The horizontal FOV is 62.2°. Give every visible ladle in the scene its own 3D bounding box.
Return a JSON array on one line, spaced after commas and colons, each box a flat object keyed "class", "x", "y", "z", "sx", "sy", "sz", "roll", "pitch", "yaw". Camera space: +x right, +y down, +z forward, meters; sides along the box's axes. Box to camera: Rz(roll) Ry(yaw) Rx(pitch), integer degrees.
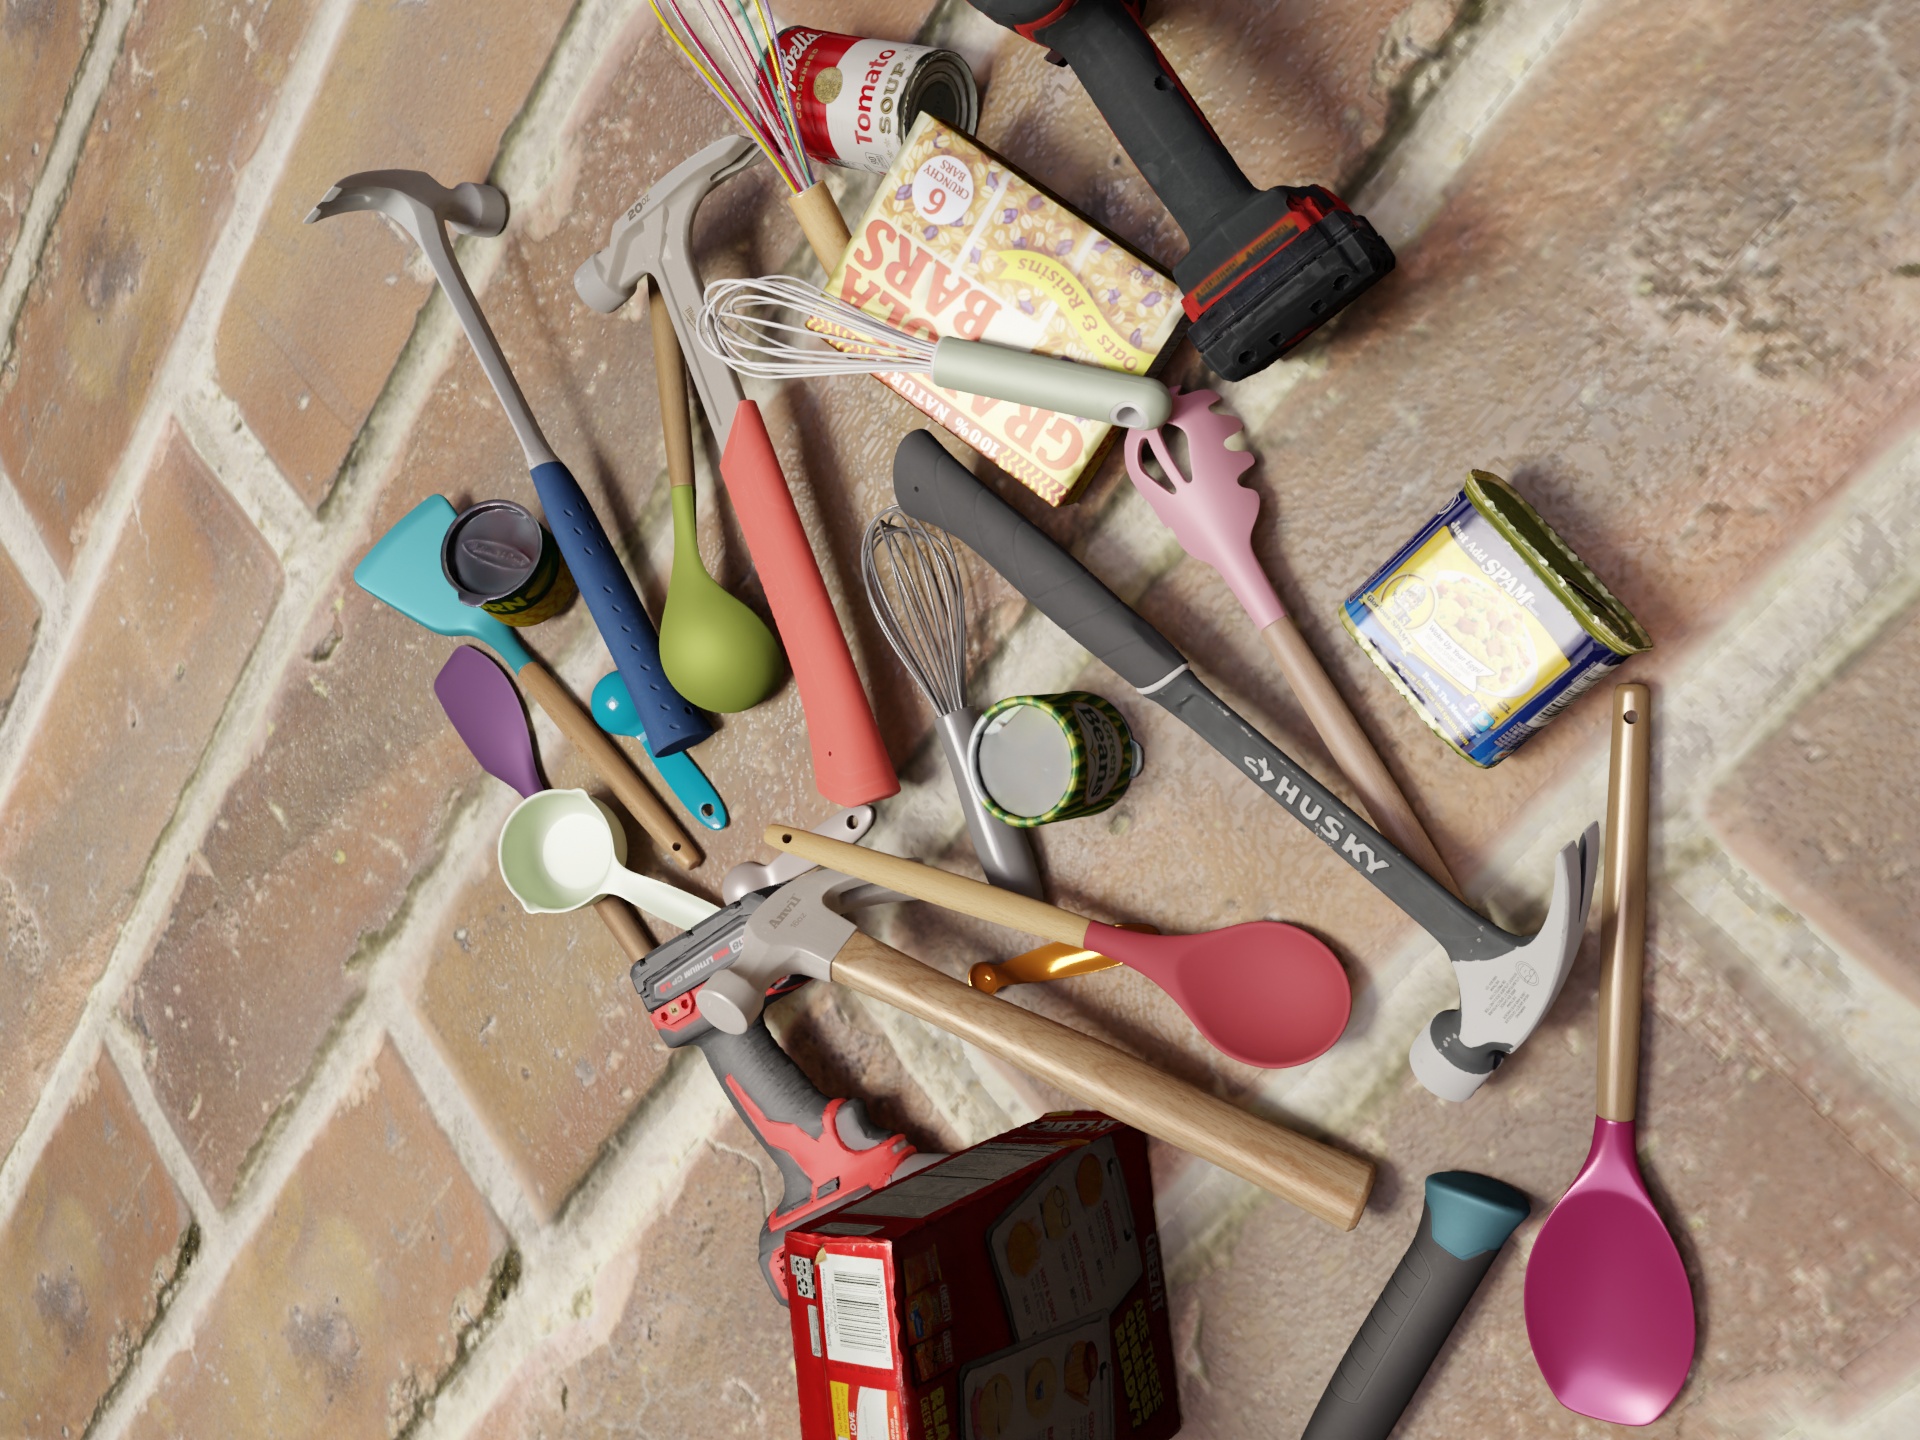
[{"class": "ladle", "x": -0.158, "y": -0.161, "z": 0.948, "sx": 0.078, "sy": 0.062, "sz": 0.320, "roll": -17, "pitch": 77, "yaw": 39}, {"class": "ladle", "x": 0.039, "y": 0.100, "z": 0.795, "sx": 0.315, "sy": 0.031, "sz": 0.069, "roll": 16, "pitch": 77, "yaw": 20}]

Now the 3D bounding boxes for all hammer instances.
[{"class": "hammer", "x": -0.262, "y": -0.163, "z": 0.972, "sx": 0.035, "sy": 0.144, "sz": 0.405, "roll": -32, "pitch": 82, "yaw": 31}, {"class": "hammer", "x": 0.109, "y": -0.011, "z": 0.737, "sx": 0.409, "sy": 0.036, "sz": 0.149, "roll": 43, "pitch": 138, "yaw": 24}, {"class": "hammer", "x": -0.103, "y": -0.127, "z": 0.867, "sx": 0.149, "sy": 0.036, "sz": 0.359, "roll": -26, "pitch": 82, "yaw": 35}, {"class": "hammer", "x": 0.042, "y": 0.160, "z": 0.785, "sx": 0.331, "sy": 0.130, "sz": 0.031, "roll": 22, "pitch": 136, "yaw": 18}, {"class": "hammer", "x": 0.172, "y": 0.349, "z": 0.752, "sx": 0.128, "sy": 0.033, "sz": 0.331, "roll": 33, "pitch": 110, "yaw": 29}]

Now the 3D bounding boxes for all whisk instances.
[{"class": "whisk", "x": -0.016, "y": -0.177, "z": 0.773, "sx": 0.246, "sy": 0.057, "sz": 0.059, "roll": 15, "pitch": 60, "yaw": 14}, {"class": "whisk", "x": -0.094, "y": -0.293, "z": 0.822, "sx": 0.051, "sy": 0.047, "sz": 0.244, "roll": -8, "pitch": 122, "yaw": 37}, {"class": "whisk", "x": 0.000, "y": -0.003, "z": 0.844, "sx": 0.055, "sy": 0.055, "sz": 0.239, "roll": -22, "pitch": 85, "yaw": 33}]

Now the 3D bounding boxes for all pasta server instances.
[{"class": "pasta server", "x": 0.164, "y": -0.023, "z": 0.743, "sx": 0.060, "sy": 0.040, "sz": 0.316, "roll": -36, "pitch": 77, "yaw": 30}]

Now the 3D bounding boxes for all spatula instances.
[{"class": "spatula", "x": -0.259, "y": 0.071, "z": 1.035, "sx": 0.059, "sy": 0.018, "sz": 0.316, "roll": -48, "pitch": 67, "yaw": 22}, {"class": "spatula", "x": -0.270, "y": -0.018, "z": 1.022, "sx": 0.082, "sy": 0.044, "sz": 0.318, "roll": -45, "pitch": 68, "yaw": -2}]

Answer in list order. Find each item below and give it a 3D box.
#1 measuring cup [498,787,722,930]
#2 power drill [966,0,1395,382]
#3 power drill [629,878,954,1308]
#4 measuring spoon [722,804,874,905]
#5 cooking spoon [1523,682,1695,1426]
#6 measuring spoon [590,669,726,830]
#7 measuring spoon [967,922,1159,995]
[{"class": "measuring cup", "x": -0.205, "y": 0.099, "z": 0.985, "sx": 0.167, "sy": 0.038, "sz": 0.083, "roll": 23, "pitch": 89, "yaw": 10}, {"class": "power drill", "x": 0.094, "y": -0.268, "z": 0.708, "sx": 0.080, "sy": 0.188, "sz": 0.226, "roll": -36, "pitch": 91, "yaw": 25}, {"class": "power drill", "x": -0.079, "y": 0.205, "z": 0.885, "sx": 0.143, "sy": 0.078, "sz": 0.220, "roll": -32, "pitch": 79, "yaw": 22}, {"class": "measuring spoon", "x": -0.098, "y": 0.081, "z": 0.927, "sx": 0.124, "sy": 0.018, "sz": 0.034, "roll": -34, "pitch": 74, "yaw": 30}, {"class": "cooking spoon", "x": 0.280, "y": 0.143, "z": 0.677, "sx": 0.069, "sy": 0.017, "sz": 0.319, "roll": 3, "pitch": 95, "yaw": 30}, {"class": "measuring spoon", "x": -0.186, "y": 0.018, "z": 0.974, "sx": 0.042, "sy": 0.021, "sz": 0.129, "roll": -42, "pitch": 71, "yaw": 2}, {"class": "measuring spoon", "x": 0.054, "y": 0.125, "z": 0.835, "sx": 0.117, "sy": 0.011, "sz": 0.021, "roll": -20, "pitch": 82, "yaw": 29}]
